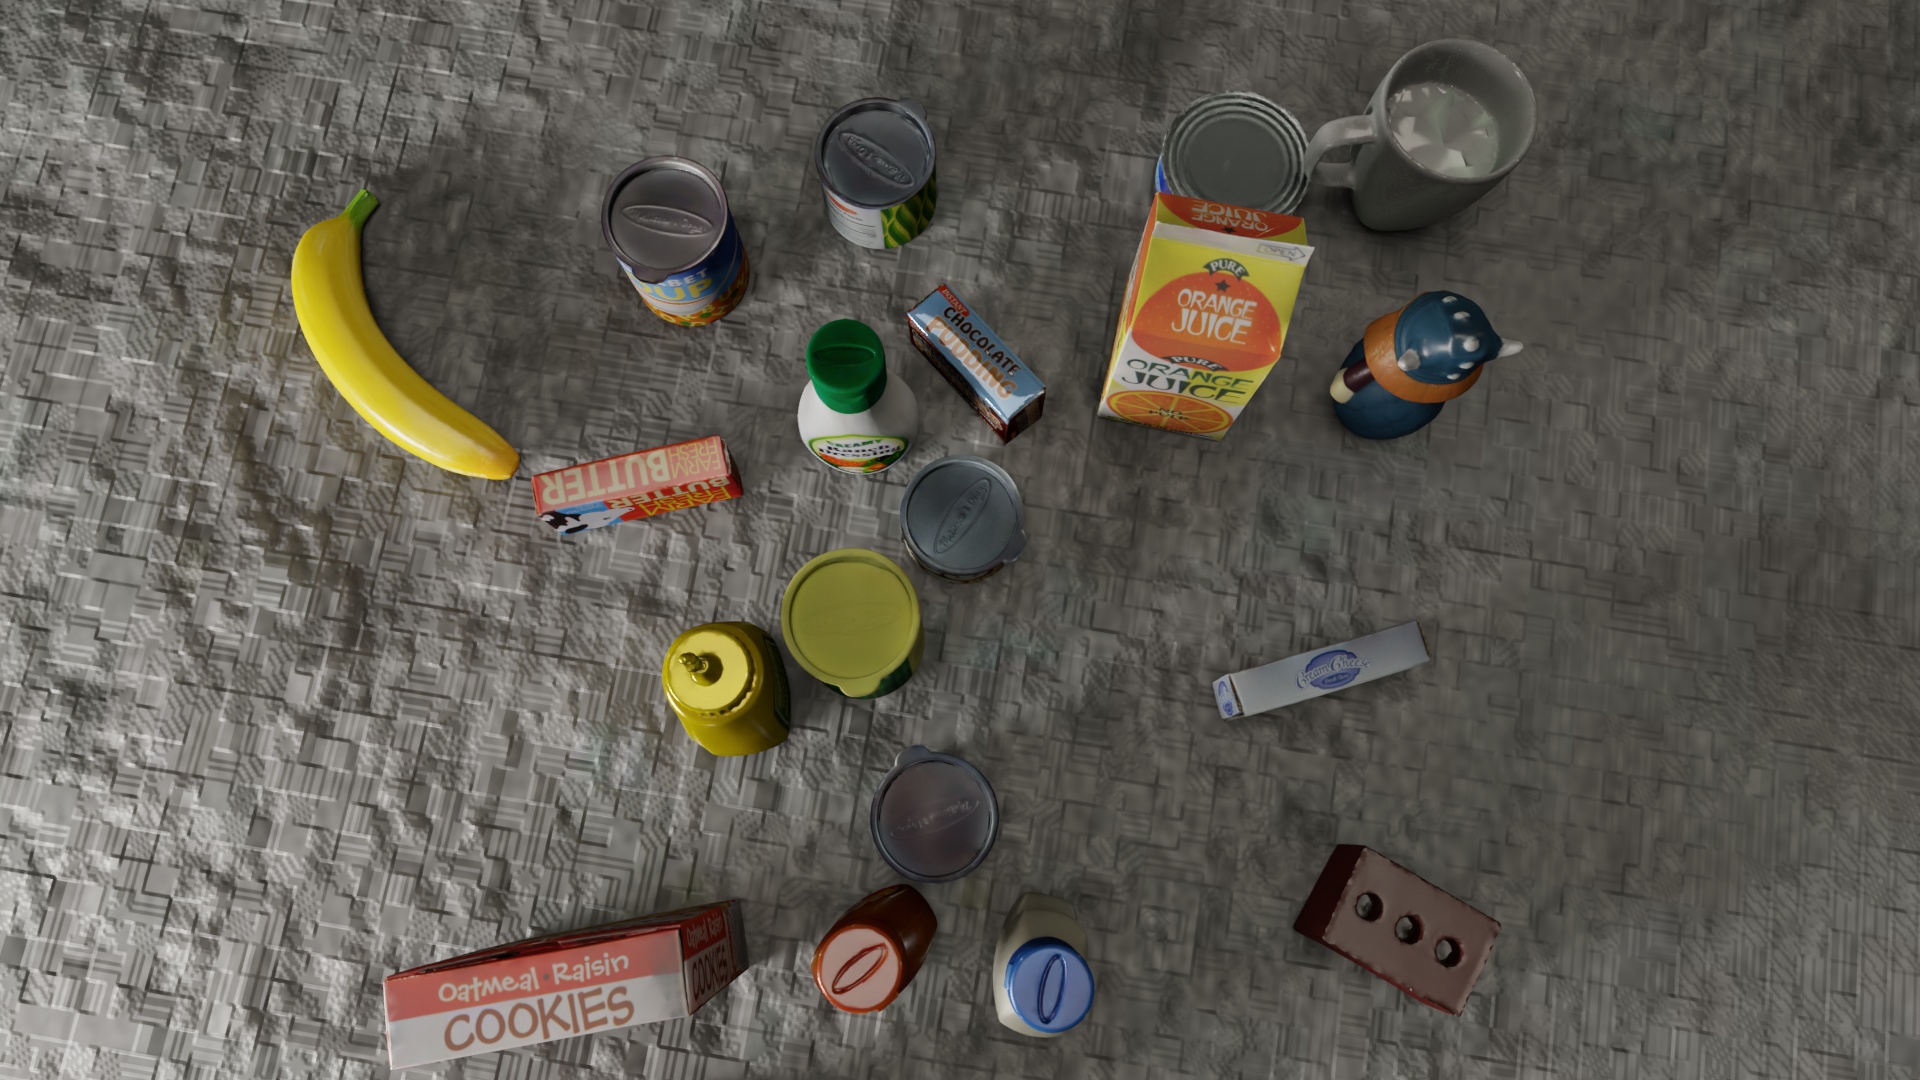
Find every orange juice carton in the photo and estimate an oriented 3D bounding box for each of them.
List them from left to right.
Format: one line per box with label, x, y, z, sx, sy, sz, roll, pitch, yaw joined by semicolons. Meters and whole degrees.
orange juice carton;0.119;-0.114;0.694;0.072;0.192;0.073;11;79;2

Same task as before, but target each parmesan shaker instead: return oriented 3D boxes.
parmesan shaker;-0.052;0.048;0.705;0.071;0.103;0.071;0;79;0

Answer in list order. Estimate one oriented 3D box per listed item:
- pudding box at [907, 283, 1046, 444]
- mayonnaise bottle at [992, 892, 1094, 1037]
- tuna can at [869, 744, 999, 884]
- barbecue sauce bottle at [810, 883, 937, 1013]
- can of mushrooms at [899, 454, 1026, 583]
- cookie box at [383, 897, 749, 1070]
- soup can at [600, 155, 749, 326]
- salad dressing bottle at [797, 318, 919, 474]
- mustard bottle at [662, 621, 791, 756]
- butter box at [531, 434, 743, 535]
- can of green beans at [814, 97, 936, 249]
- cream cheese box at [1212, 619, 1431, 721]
pudding box;0.009;-0.097;0.763;0.030;0.049;0.084;-41;82;-8
mayonnaise bottle;0.038;0.202;0.651;0.041;0.148;0.065;13;79;2
tuna can;-0.014;0.142;0.722;0.071;0.032;0.071;0;78;0
barbecue sauce bottle;-0.042;0.194;0.652;0.065;0.148;0.044;-38;81;-7
can of mushrooms;0.003;-0.009;0.753;0.071;0.033;0.071;0;78;0
cookie box;-0.172;0.199;0.640;0.123;0.167;0.040;-10;79;-2
soup can;-0.154;-0.158;0.757;0.071;0.083;0.071;0;79;0
salad dressing bottle;-0.054;-0.071;0.707;0.064;0.147;0.044;0;79;0
mustard bottle;-0.113;0.069;0.671;0.049;0.160;0.065;-11;79;-2
butter box;-0.172;-0.029;0.746;0.103;0.053;0.024;-13;79;-3
can of green beans;-0.046;-0.205;0.781;0.071;0.057;0.071;0;79;0
cream cheese box;0.187;0.069;0.728;0.104;0.053;0.024;-16;79;-4
